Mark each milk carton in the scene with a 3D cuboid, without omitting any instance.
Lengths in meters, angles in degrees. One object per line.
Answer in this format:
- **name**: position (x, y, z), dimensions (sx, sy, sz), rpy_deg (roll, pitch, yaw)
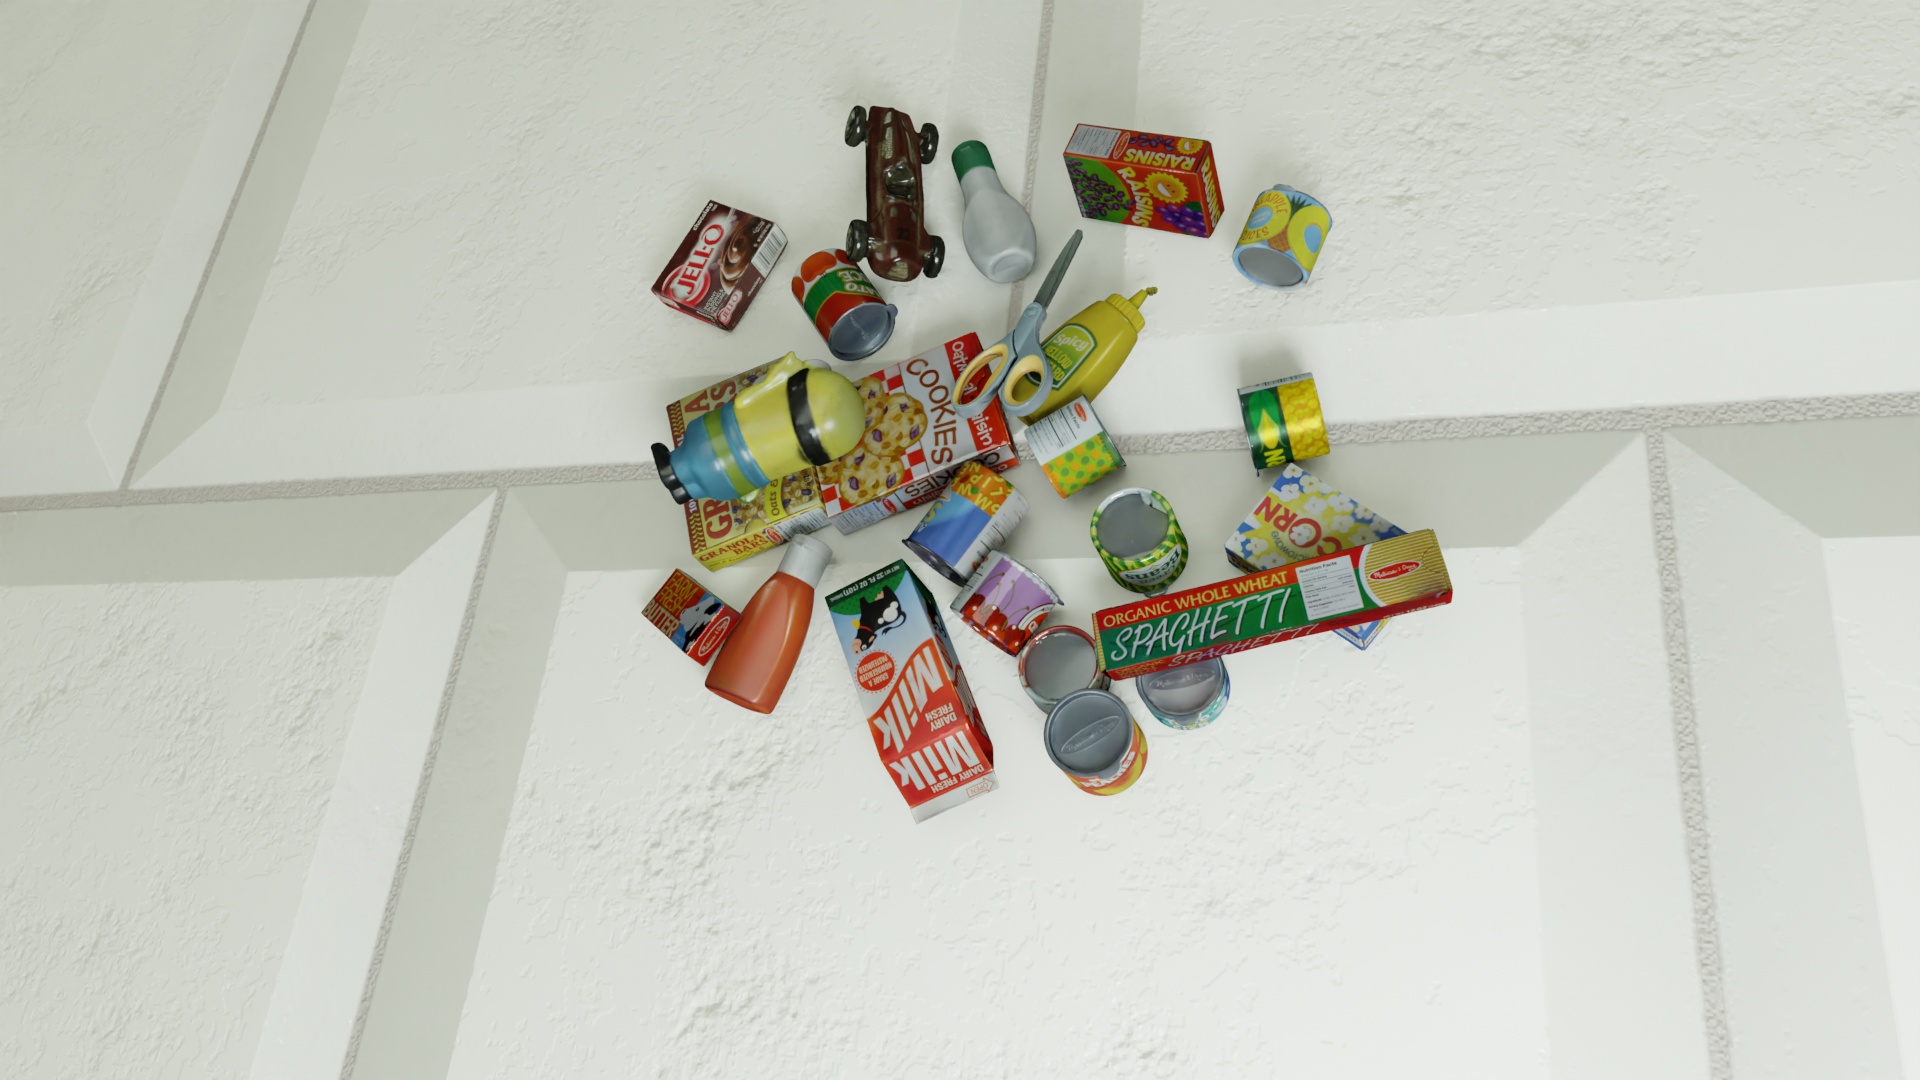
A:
- **milk carton**: position (-0.033, 0.118, 1.065), dimensions (0.072, 0.073, 0.191), rpy_deg (-26, 60, 7)

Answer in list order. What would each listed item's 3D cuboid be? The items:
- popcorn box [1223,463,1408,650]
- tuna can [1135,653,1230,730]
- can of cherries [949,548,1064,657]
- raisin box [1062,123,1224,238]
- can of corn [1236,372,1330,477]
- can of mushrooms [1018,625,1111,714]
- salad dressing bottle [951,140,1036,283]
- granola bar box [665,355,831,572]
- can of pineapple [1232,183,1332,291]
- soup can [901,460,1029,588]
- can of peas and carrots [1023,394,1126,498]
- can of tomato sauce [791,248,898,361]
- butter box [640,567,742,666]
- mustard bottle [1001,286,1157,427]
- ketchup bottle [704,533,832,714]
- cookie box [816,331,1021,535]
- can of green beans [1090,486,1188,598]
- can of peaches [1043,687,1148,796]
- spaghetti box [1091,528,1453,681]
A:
- **popcorn box**: position (0.271, 0.011, 1.028), dimensions (0.127, 0.038, 0.085), rpy_deg (37, 83, 30)
- **tuna can**: position (0.165, 0.107, 1.023), dimensions (0.071, 0.032, 0.071), rpy_deg (-8, 63, 16)
- **can of cherries**: position (0.036, 0.050, 1.078), dimensions (0.071, 0.071, 0.058), rpy_deg (33, 80, 29)
- **raisin box**: position (0.159, -0.310, 1.196), dimensions (0.123, 0.085, 0.040), rpy_deg (17, 68, 26)
- **can of corn**: position (0.249, -0.089, 1.070), dimensions (0.058, 0.071, 0.071), rpy_deg (-13, 62, 14)
- **can of mushrooms**: position (0.079, 0.098, 1.058), dimensions (0.071, 0.033, 0.071), rpy_deg (-8, 63, 17)
- **salad dressing bottle**: position (0.026, -0.302, 1.266), dimensions (0.064, 0.044, 0.148), rpy_deg (-23, 59, 11)
- **granola bar box**: position (-0.188, -0.070, 1.232), dimensions (0.124, 0.039, 0.166), rpy_deg (-22, 60, 9)
- **can of pineapple**: position (0.262, -0.247, 1.138), dimensions (0.071, 0.071, 0.058), rpy_deg (18, 73, 26)
- **soup can**: position (0.004, -0.014, 1.120), dimensions (0.071, 0.071, 0.084), rpy_deg (31, 78, 29)
- **can of peas and carrots**: position (0.093, -0.073, 1.118), dimensions (0.058, 0.071, 0.071), rpy_deg (-30, 59, 8)
- **can of tomato sauce**: position (-0.106, -0.215, 1.256), dimensions (0.071, 0.071, 0.083), rpy_deg (-35, 58, 1)
- **butter box**: position (-0.227, 0.063, 1.169), dimensions (0.053, 0.024, 0.103), rpy_deg (-53, 37, -8)
- **mustard bottle**: position (0.106, -0.160, 1.164), dimensions (0.160, 0.048, 0.065), rpy_deg (-46, 56, -5)
- **ketchup bottle**: position (-0.153, 0.067, 1.151), dimensions (0.065, 0.043, 0.149), rpy_deg (14, 71, 31)
- **cookie box**: position (-0.044, -0.093, 1.190), dimensions (0.167, 0.040, 0.123), rpy_deg (-22, 60, 9)
- **can of green beans**: position (0.138, 0.000, 1.070), dimensions (0.071, 0.057, 0.071), rpy_deg (-8, 63, 16)
- **can of peaches**: position (0.100, 0.150, 1.011), dimensions (0.071, 0.058, 0.071), rpy_deg (-8, 63, 16)
- **spaghetti box**: position (0.218, 0.048, 0.991), dimensions (0.250, 0.028, 0.050), rpy_deg (-15, 63, 15)
